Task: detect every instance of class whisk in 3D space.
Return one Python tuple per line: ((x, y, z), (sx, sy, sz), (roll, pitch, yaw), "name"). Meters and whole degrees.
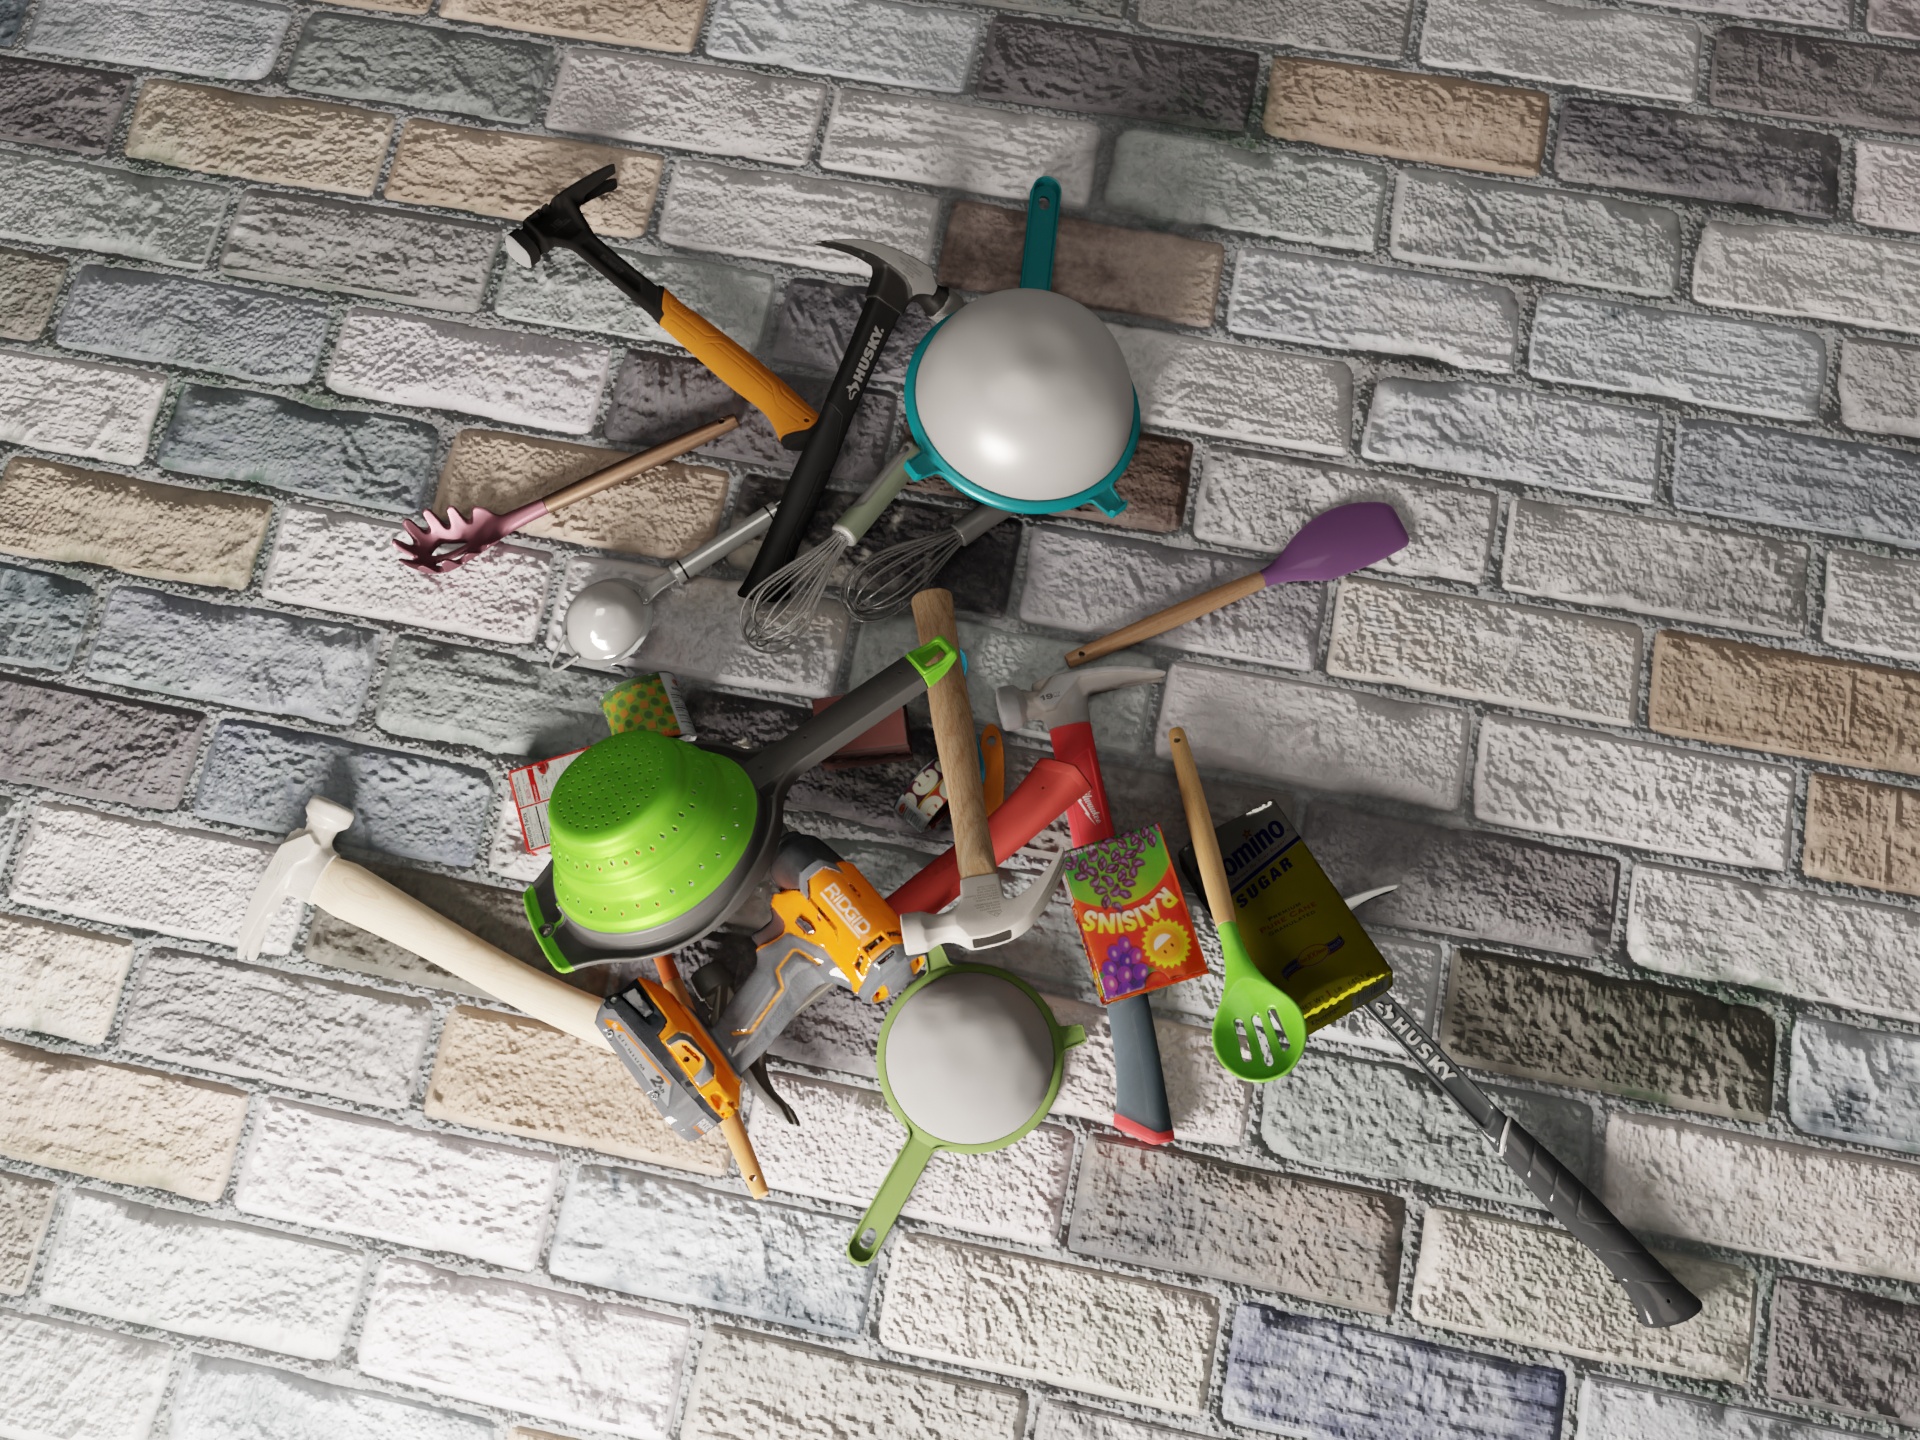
((-0.105, -0.153, 1.357), (0.059, 0.058, 0.246), (50, 64, -28), "whisk")
((-0.003, -0.163, 1.373), (0.239, 0.055, 0.055), (-36, 77, -11), "whisk")

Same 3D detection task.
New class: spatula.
((0.234, -0.113, 1.361), (0.316, 0.018, 0.060), (-24, 75, -5), "spatula")
((-0.222, 0.226, 1.256), (0.081, 0.041, 0.323), (-28, 66, -3), "spatula")

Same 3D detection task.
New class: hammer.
((0.001, 0.028, 1.261), (0.130, 0.031, 0.332), (-8, 55, -1), "hammer")
((0.134, 0.145, 1.292), (0.143, 0.038, 0.386), (-11, 76, -2), "hammer")
((-0.116, -0.256, 1.375), (0.035, 0.146, 0.335), (16, 82, 52), "hammer")
((-0.389, 0.211, 1.300), (0.410, 0.038, 0.146), (25, 80, 8), "hammer")
((0.413, 0.305, 1.242), (0.149, 0.036, 0.409), (-42, 78, -9), "hammer")
((-0.246, -0.363, 1.430), (0.337, 0.034, 0.127), (41, 69, 8), "hammer")
((-0.039, 0.159, 1.268), (0.359, 0.036, 0.149), (-38, 68, 0), "hammer")

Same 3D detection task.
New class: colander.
((-0.180, 0.029, 1.231), (0.397, 0.094, 0.205), (-35, 44, -8), "colander")

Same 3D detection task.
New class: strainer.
((0.069, -0.348, 1.371), (0.211, 0.095, 0.341), (9, 70, -8), "strainer")
((-0.252, -0.126, 1.377), (0.258, 0.050, 0.087), (-34, 63, -9), "strainer")
((-0.020, 0.309, 1.241), (0.151, 0.069, 0.256), (29, 78, 9), "strainer")

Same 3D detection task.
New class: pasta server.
((-0.343, -0.204, 1.400), (0.316, 0.040, 0.060), (-25, 65, -5), "pasta server")

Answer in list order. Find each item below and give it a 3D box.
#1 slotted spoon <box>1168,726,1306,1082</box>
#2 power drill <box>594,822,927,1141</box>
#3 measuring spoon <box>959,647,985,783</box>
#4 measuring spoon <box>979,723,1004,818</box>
((0.203, 0.136, 1.236), (0.070, 0.031, 0.314), (-18, 55, 12), "slotted spoon")
((-0.161, 0.190, 1.213), (0.226, 0.084, 0.164), (-38, 70, -13), "power drill")
((-0.002, -0.004, 1.346), (0.042, 0.021, 0.129), (-17, 81, 1), "measuring spoon")
((0.028, 0.060, 1.334), (0.021, 0.011, 0.117), (-6, 72, 12), "measuring spoon")
